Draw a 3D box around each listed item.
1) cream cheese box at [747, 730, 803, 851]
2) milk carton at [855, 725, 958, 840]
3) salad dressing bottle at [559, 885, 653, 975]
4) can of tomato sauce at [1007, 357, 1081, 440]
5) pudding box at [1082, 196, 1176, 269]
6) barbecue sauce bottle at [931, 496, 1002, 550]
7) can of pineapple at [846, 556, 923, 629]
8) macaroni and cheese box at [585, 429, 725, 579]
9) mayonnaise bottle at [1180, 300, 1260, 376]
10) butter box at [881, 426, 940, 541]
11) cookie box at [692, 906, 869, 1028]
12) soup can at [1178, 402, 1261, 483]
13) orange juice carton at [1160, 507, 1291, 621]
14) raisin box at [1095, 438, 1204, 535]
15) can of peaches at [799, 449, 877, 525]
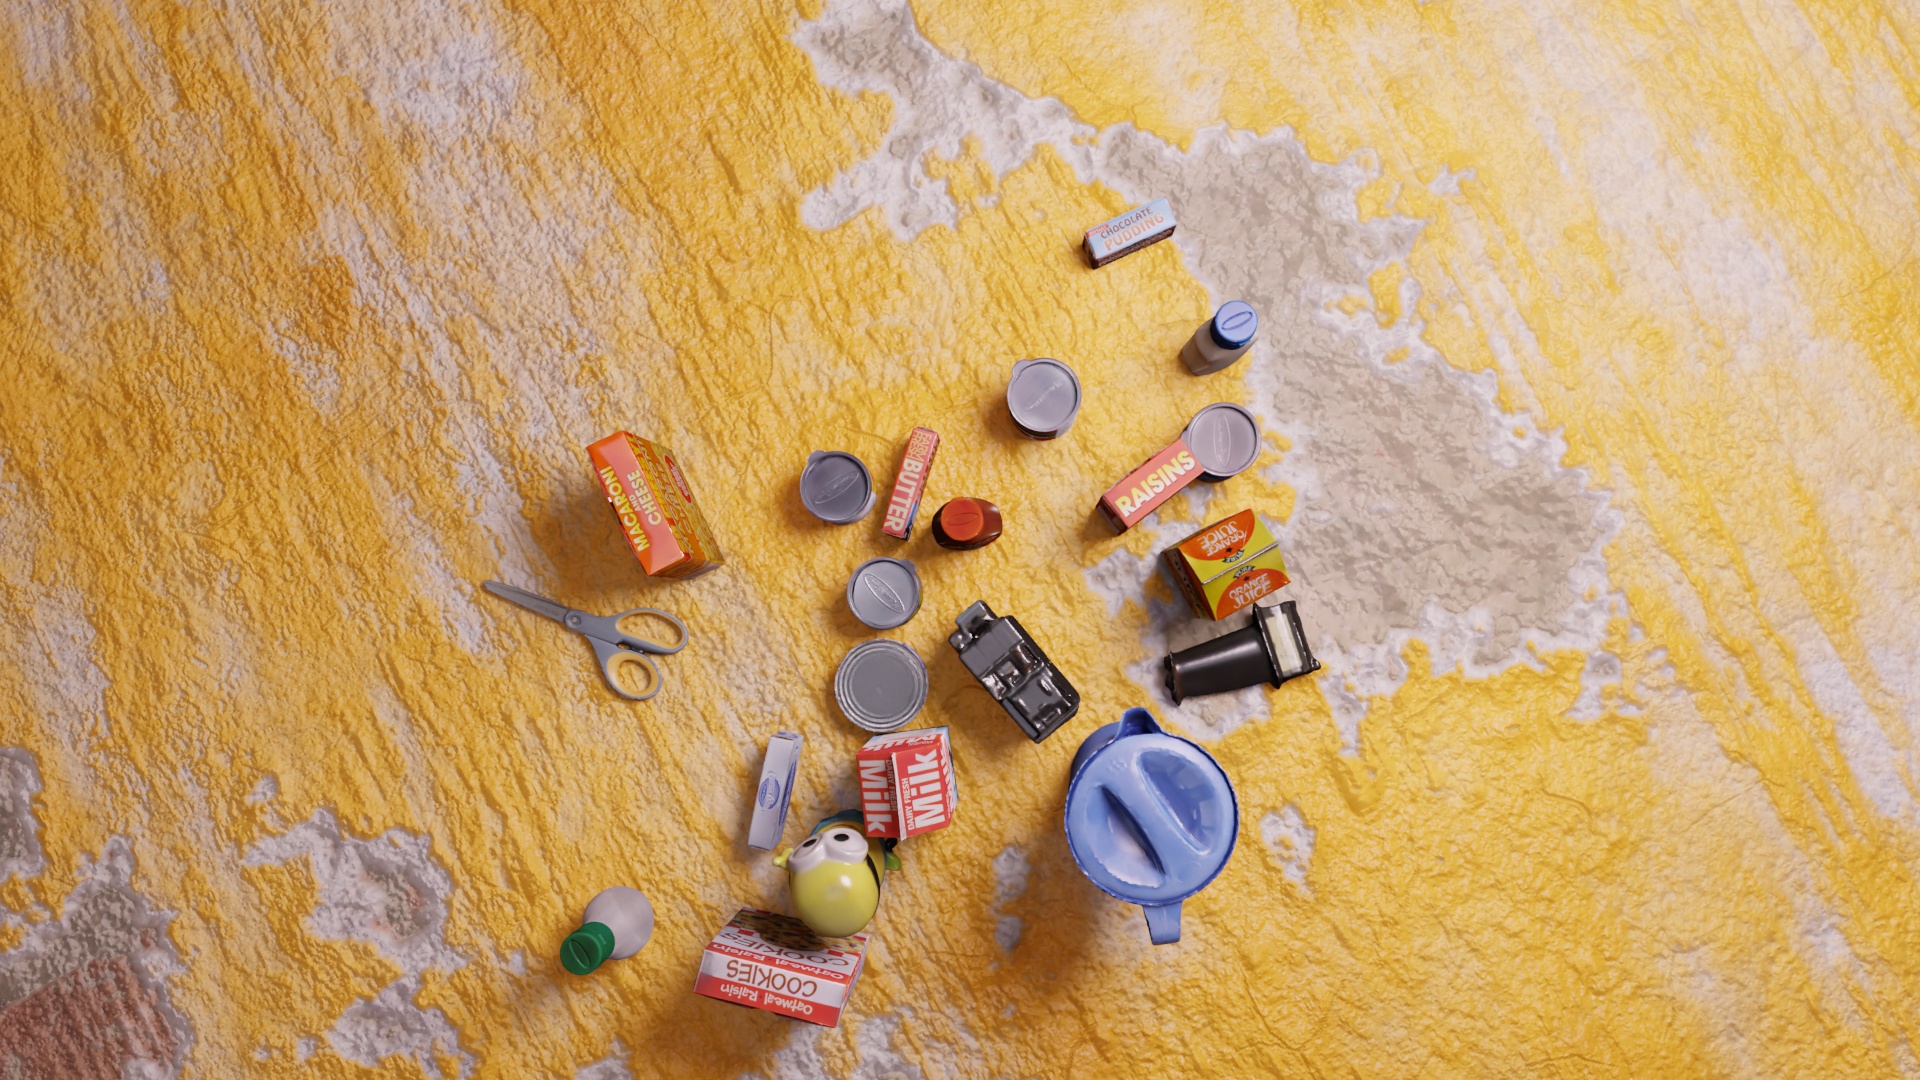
[{"bbox_3d":[-0.170,0.229,1.279,0.024,0.053,0.104,12,88,3],"label":"cream cheese box"},{"bbox_3d":[-0.046,0.209,1.206,0.073,0.190,0.072,-8,87,2],"label":"milk carton"},{"bbox_3d":[-0.314,0.347,1.232,0.044,0.147,0.064,-34,86,1],"label":"salad dressing bottle"},{"bbox_3d":[0.075,-0.129,1.272,0.071,0.083,0.071,0,87,3],"label":"can of tomato sauce"},{"bbox_3d":[0.157,-0.286,1.294,0.084,0.049,0.030,-24,87,1],"label":"pudding box"},{"bbox_3d":[0.004,-0.016,1.237,0.065,0.148,0.043,-11,87,2],"label":"barbecue sauce bottle"},{"bbox_3d":[-0.067,0.048,1.282,0.071,0.058,0.071,0,87,3],"label":"can of pineapple"},{"bbox_3d":[-0.269,-0.027,1.240,0.040,0.166,0.123,-27,86,1],"label":"macaroni and cheese box"},{"bbox_3d":[0.235,-0.181,1.236,0.065,0.148,0.041,-26,87,1],"label":"mayonnaise bottle"},{"bbox_3d":[-0.046,-0.052,1.289,0.024,0.053,0.103,17,88,3],"label":"butter box"},{"bbox_3d":[-0.152,0.370,1.214,0.123,0.167,0.040,12,88,3],"label":"cookie box"},{"bbox_3d":[0.231,-0.088,1.263,0.071,0.084,0.071,0,87,3],"label":"soup can"},{"bbox_3d":[0.229,0.022,1.203,0.072,0.192,0.073,-28,87,1],"label":"orange juice carton"},{"bbox_3d":[0.168,-0.047,1.244,0.086,0.123,0.040,-36,86,1],"label":"raisin box"},{"bbox_3d":[-0.113,-0.050,1.289,0.071,0.058,0.071,0,87,3],"label":"can of peaches"}]
